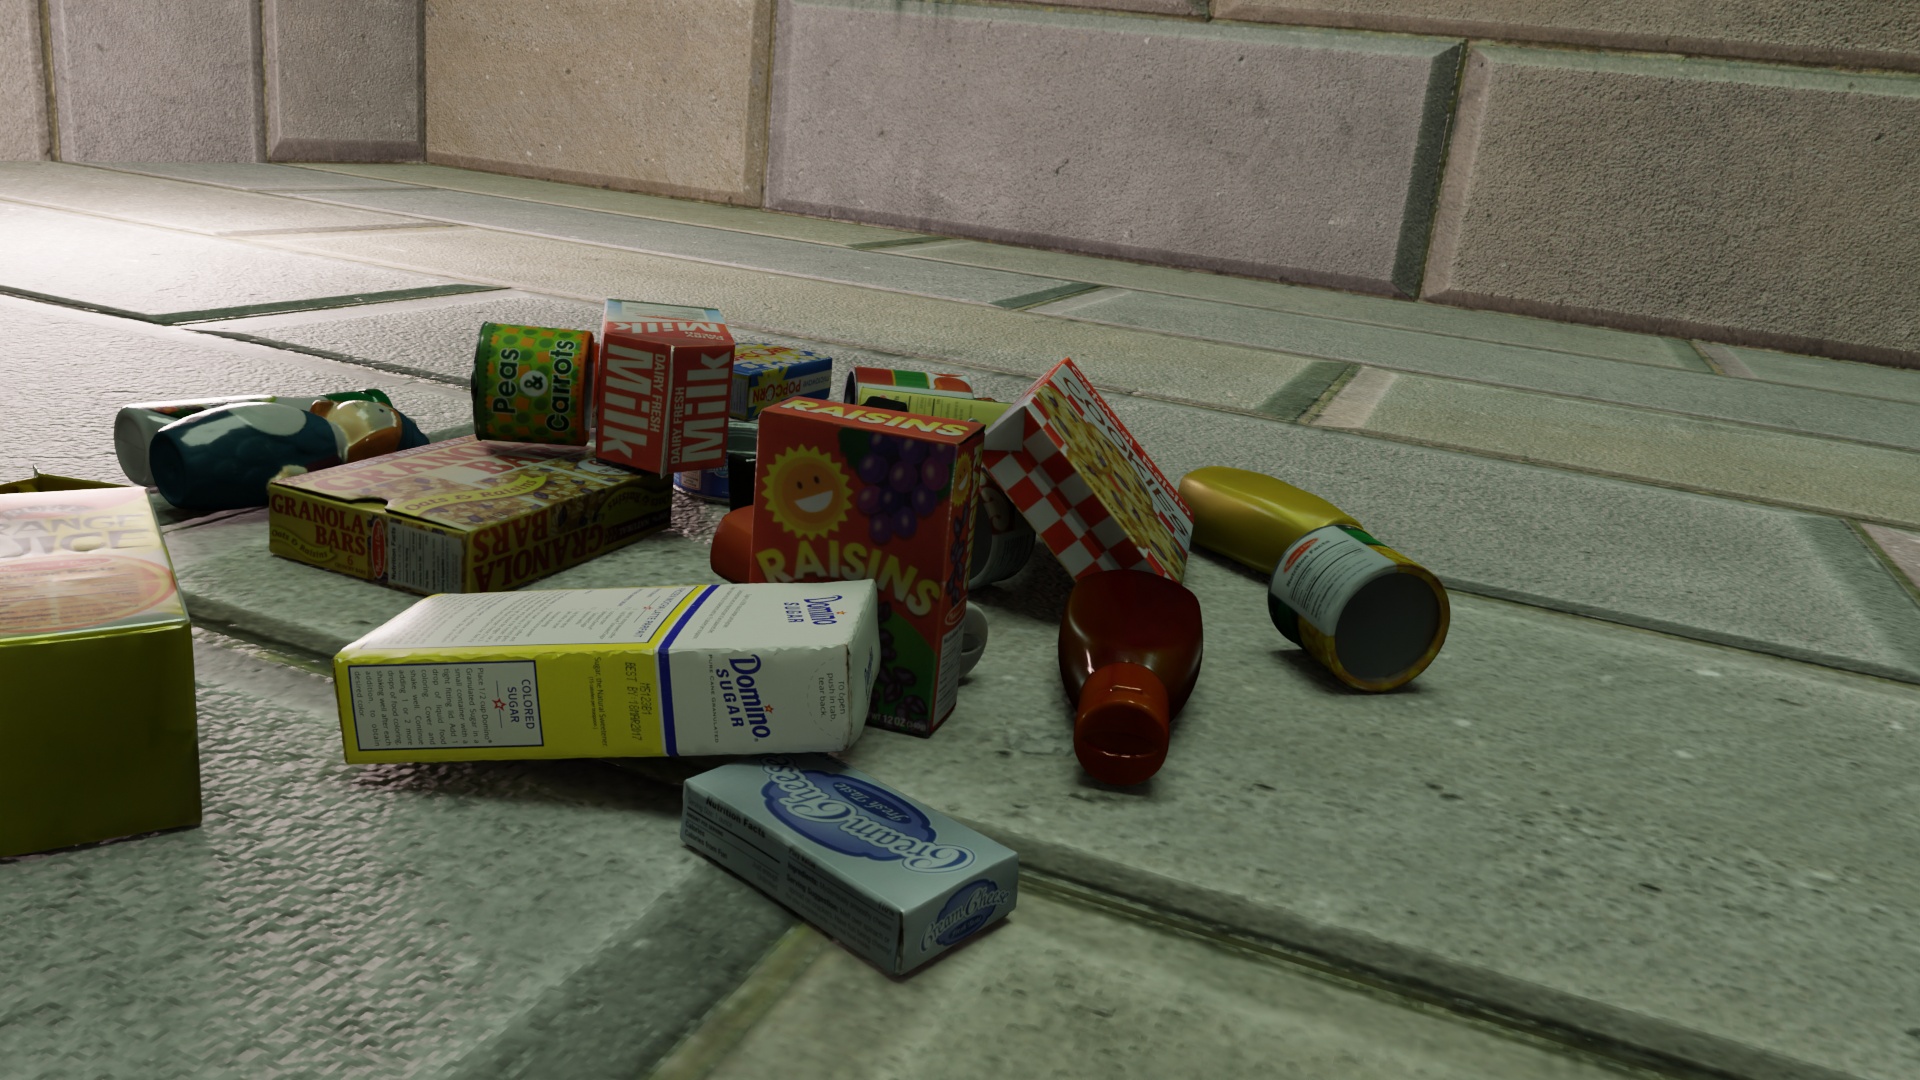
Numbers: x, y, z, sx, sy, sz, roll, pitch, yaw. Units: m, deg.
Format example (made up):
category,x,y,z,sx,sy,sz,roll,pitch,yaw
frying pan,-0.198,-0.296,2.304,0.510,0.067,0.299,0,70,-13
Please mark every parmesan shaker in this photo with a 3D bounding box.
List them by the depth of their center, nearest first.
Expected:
category,x,y,z,sx,sy,sz,roll,pitch,yaw
parmesan shaker,-0.017,-0.059,0.900,0.103,0.071,0.071,6,17,-2

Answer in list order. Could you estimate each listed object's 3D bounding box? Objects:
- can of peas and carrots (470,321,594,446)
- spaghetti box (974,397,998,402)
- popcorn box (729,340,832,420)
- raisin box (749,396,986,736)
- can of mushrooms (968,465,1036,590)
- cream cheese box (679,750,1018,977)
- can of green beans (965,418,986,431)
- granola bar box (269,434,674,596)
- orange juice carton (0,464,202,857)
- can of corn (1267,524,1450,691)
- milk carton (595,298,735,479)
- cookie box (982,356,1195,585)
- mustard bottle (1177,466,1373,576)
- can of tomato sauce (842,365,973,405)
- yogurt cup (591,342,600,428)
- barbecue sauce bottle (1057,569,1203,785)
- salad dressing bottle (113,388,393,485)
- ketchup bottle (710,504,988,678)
category,x,y,z,sx,sy,sz,roll,pitch,yaw
can of peas and carrots,-0.234,-0.086,0.767,0.059,0.070,0.071,3,17,-11
spaghetti box,0.047,-0.062,0.988,0.050,0.028,0.250,-1,18,-24
popcorn box,-0.171,-0.131,1.120,0.085,0.038,0.127,14,19,22
raisin box,-0.040,0.009,0.567,0.086,0.123,0.040,11,17,16
can of mushrooms,0.003,-0.009,0.733,0.071,0.070,0.033,19,22,36
cream cheese box,-0.037,0.098,0.446,0.104,0.024,0.053,20,23,38
can of green beans,0.011,-0.031,0.811,0.071,0.071,0.058,-10,23,-43
granola bar box,-0.249,-0.019,0.726,0.124,0.039,0.166,12,18,20
orange juice carton,-0.318,0.031,0.485,0.073,0.071,0.193,-5,21,-34
can of corn,0.193,0.033,0.670,0.071,0.071,0.058,1,18,-17
milk carton,-0.173,-0.091,0.807,0.073,0.072,0.191,3,15,-15
cookie box,0.071,-0.029,0.753,0.123,0.040,0.168,51,19,-5
mustard bottle,0.193,-0.002,0.810,0.065,0.048,0.160,-4,21,-29
can of tomato sauce,-0.038,-0.087,0.974,0.083,0.071,0.071,3,17,-13
yogurt cup,-0.261,-0.109,0.978,0.072,0.072,0.054,21,14,40
barbecue sauce bottle,0.071,0.055,0.593,0.065,0.043,0.149,8,18,7
salad dressing bottle,-0.406,-0.064,0.811,0.064,0.043,0.148,16,19,33
ketchup bottle,-0.051,0.023,0.651,0.149,0.043,0.065,22,11,42
